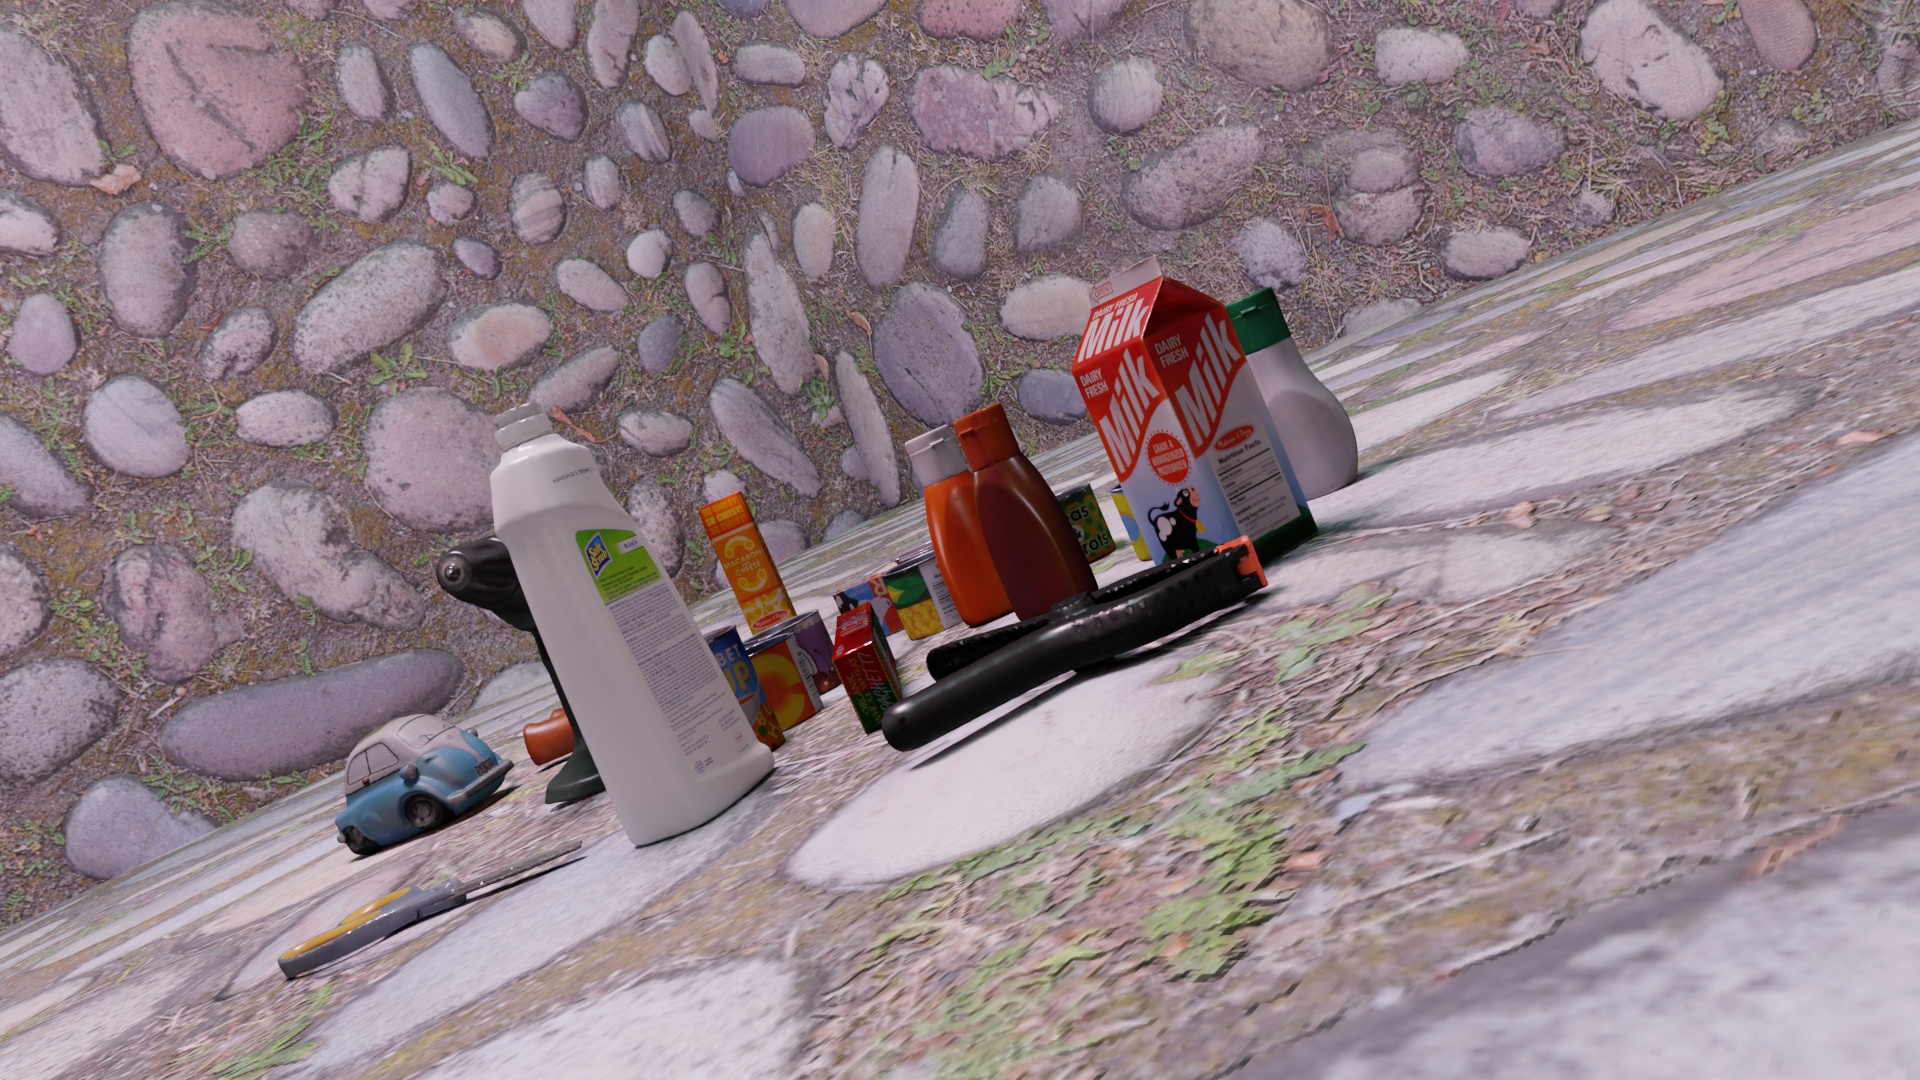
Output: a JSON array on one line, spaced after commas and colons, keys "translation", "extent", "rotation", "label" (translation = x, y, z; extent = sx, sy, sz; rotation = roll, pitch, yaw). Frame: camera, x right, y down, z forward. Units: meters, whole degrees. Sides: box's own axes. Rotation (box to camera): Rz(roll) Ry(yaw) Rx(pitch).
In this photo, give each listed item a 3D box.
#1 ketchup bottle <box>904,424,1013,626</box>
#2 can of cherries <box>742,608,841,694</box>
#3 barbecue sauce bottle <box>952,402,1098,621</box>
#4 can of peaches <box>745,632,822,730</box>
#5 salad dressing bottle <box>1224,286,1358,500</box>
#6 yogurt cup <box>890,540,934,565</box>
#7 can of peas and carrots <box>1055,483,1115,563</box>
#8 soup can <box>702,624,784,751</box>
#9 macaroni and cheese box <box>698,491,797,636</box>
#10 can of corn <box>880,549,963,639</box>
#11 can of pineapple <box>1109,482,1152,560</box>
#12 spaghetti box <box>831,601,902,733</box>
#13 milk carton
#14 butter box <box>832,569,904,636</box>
[{"translation": [0.004, -0.013, 1.051], "extent": [0.065, 0.148, 0.043], "rotation": [-25, 4, -16], "label": "ketchup bottle"}, {"translation": [-0.128, 0.092, 1.060], "extent": [0.071, 0.058, 0.071], "rotation": [-23, 4, 2], "label": "can of cherries"}, {"translation": [0.040, -0.020, 0.954], "extent": [0.064, 0.148, 0.044], "rotation": [-20, 5, 42], "label": "barbecue sauce bottle"}, {"translation": [-0.139, 0.105, 0.976], "extent": [0.071, 0.058, 0.071], "rotation": [-23, 4, 2], "label": "can of peaches"}, {"translation": [0.229, -0.103, 0.971], "extent": [0.064, 0.147, 0.044], "rotation": [-22, 4, 22], "label": "salad dressing bottle"}, {"translation": [-0.021, 0.028, 1.302], "extent": [0.072, 0.054, 0.072], "rotation": [-23, 4, 2], "label": "yogurt cup"}, {"translation": [0.088, -0.008, 1.142], "extent": [0.071, 0.058, 0.071], "rotation": [-23, 4, 2], "label": "can of peas and carrots"}, {"translation": [-0.160, 0.106, 0.902], "extent": [0.071, 0.083, 0.071], "rotation": [-23, 4, 2], "label": "soup can"}, {"translation": [-0.169, 0.042, 1.170], "extent": [0.040, 0.166, 0.123], "rotation": [-24, 4, -7], "label": "macaroni and cheese box"}, {"translation": [-0.024, 0.042, 1.126], "extent": [0.071, 0.058, 0.071], "rotation": [-23, 4, 2], "label": "can of corn"}, {"translation": [0.150, -0.024, 1.017], "extent": [0.071, 0.058, 0.071], "rotation": [-23, 4, 2], "label": "can of pineapple"}, {"translation": [-0.062, 0.080, 0.932], "extent": [0.029, 0.050, 0.250], "rotation": [-24, 4, -3], "label": "spaghetti box"}, {"translation": [0.132, -0.073, 0.832], "extent": [0.074, 0.190, 0.072], "rotation": [-26, 5, -33], "label": "milk carton"}, {"translation": [-0.054, 0.050, 1.212], "extent": [0.103, 0.053, 0.024], "rotation": [-23, 4, 9], "label": "butter box"}]
